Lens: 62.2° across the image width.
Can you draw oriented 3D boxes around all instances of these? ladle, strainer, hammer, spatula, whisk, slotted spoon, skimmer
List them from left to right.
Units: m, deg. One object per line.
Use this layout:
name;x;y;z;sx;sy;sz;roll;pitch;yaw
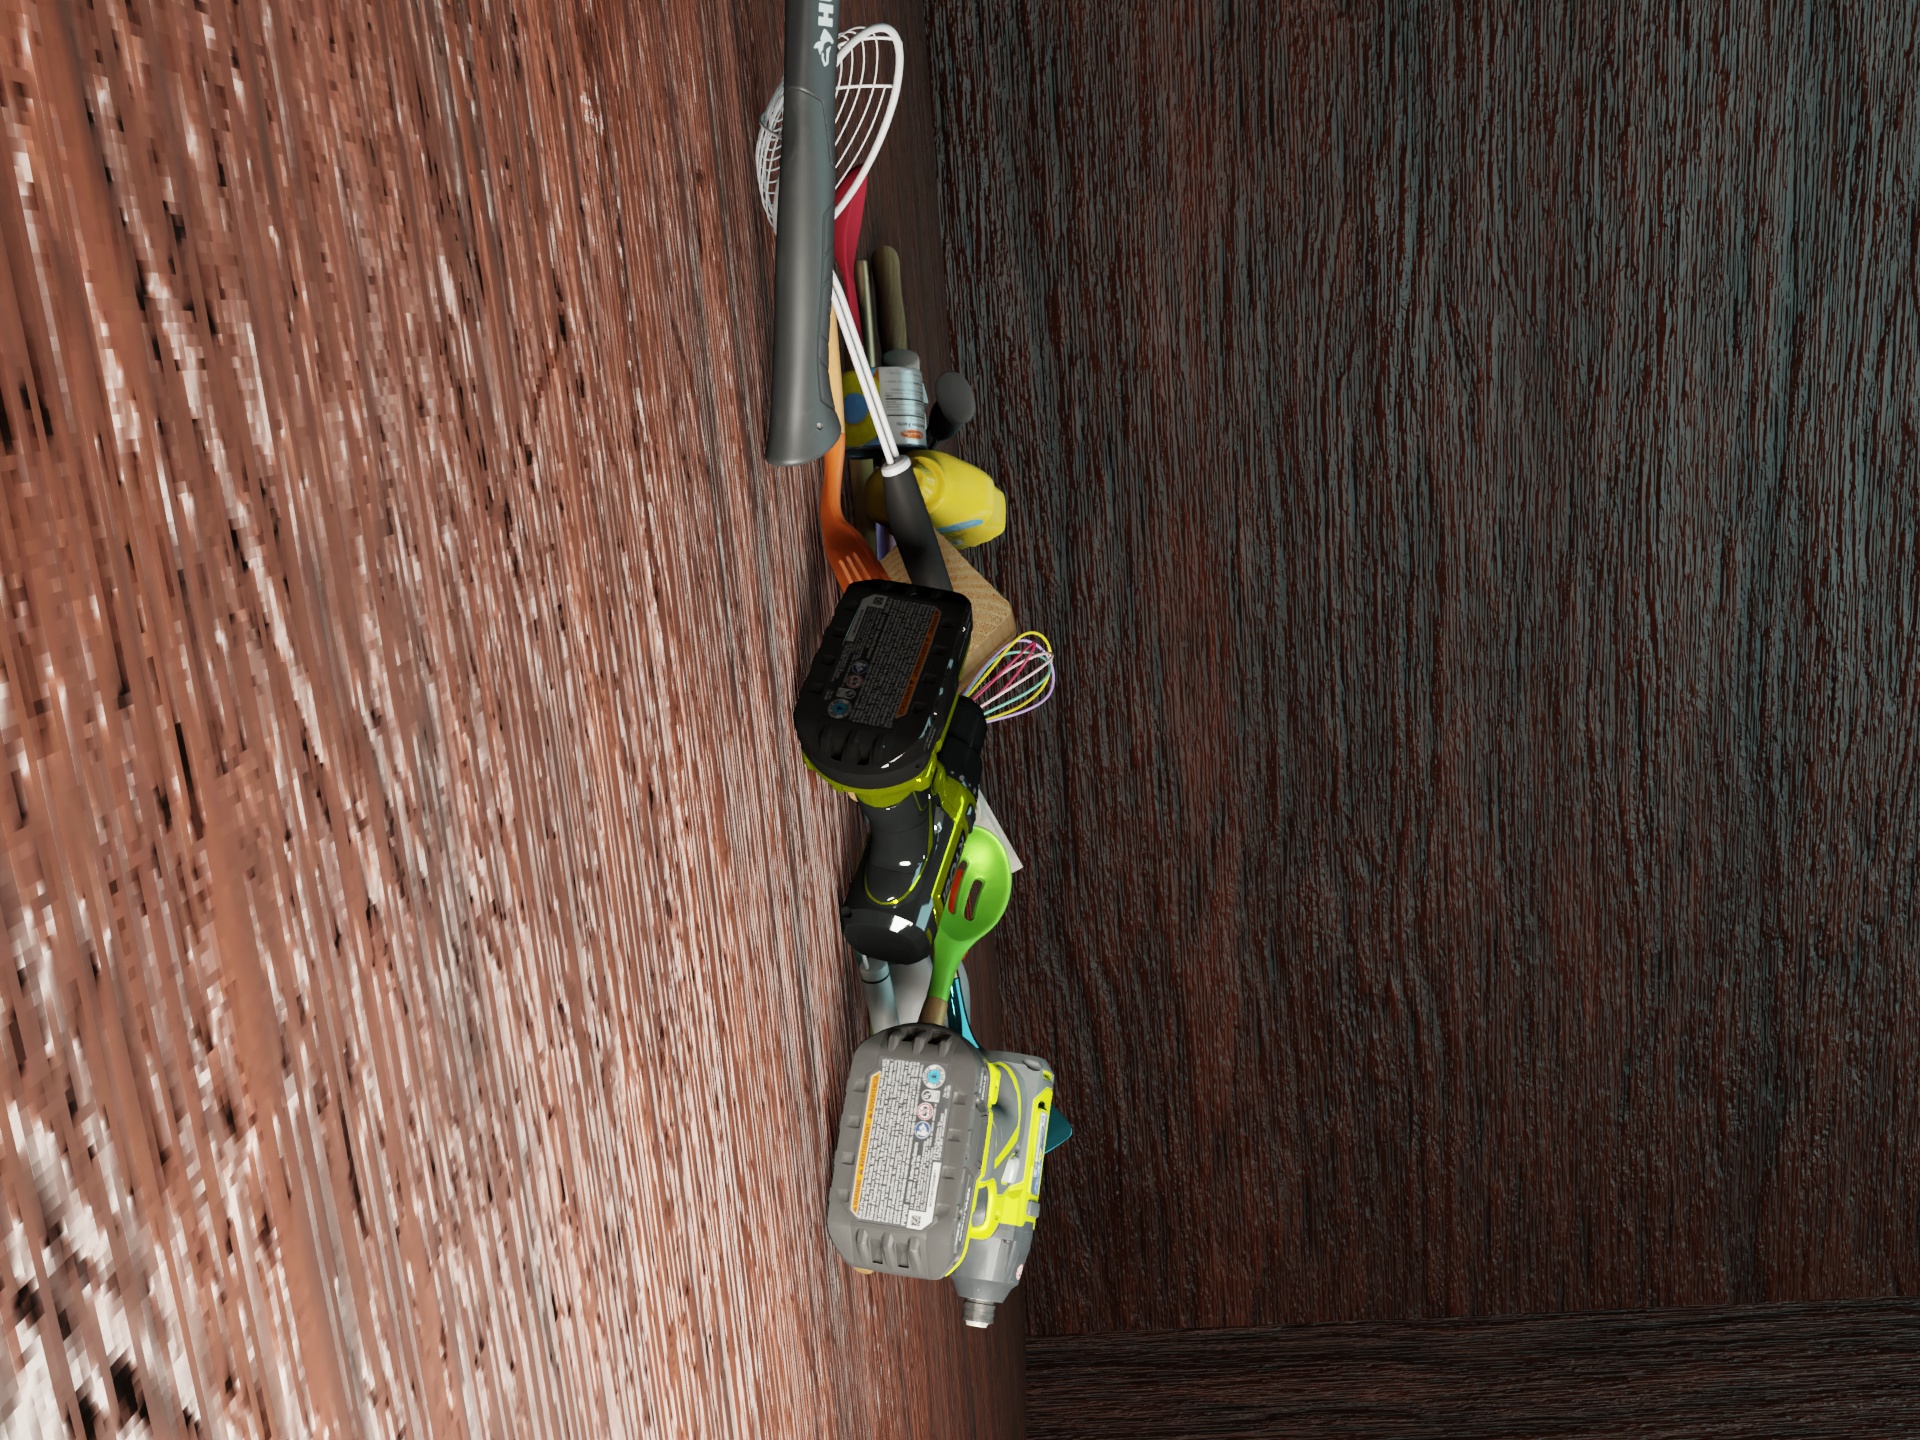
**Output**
hammer;-0.078;-0.293;0.783;0.146;0.035;0.334;-17;118;-48
spatula;-0.077;-0.209;1.039;0.081;0.041;0.323;164;-79;-65
ladle;-0.079;-0.260;1.216;0.069;0.031;0.315;-69;157;-77
spatula;-0.074;-0.220;1.323;0.060;0.018;0.316;-104;-169;-80
hammer;-0.059;-0.331;1.401;0.332;0.031;0.130;-97;-175;-50
strainer;-0.042;0.256;1.095;0.087;0.050;0.258;-30;123;-36
skimmer;-0.032;-0.209;0.932;0.127;0.090;0.363;-51;131;-49
slotted spoon;-0.024;0.207;1.047;0.031;0.070;0.314;-36;-150;49
strainer;-0.026;0.177;1.225;0.151;0.069;0.257;83;6;-46
hammer;-0.021;-0.264;1.467;0.409;0.036;0.149;-144;-141;-83
spatula;-0.008;0.157;1.124;0.044;0.082;0.317;-21;-94;52
whisk;-0.003;-0.006;1.158;0.245;0.051;0.047;-35;150;-45
hammer;-0.002;0.101;1.379;0.146;0.038;0.410;62;6;-1

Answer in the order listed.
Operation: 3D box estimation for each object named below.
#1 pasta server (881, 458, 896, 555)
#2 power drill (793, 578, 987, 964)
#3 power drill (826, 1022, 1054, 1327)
pasta server;-0.053;-0.116;1.395;0.060;0.040;0.316;85;4;-67
power drill;-0.030;0.019;0.982;0.228;0.080;0.191;82;23;-55
power drill;-0.001;0.277;0.966;0.223;0.080;0.171;50;46;-63
